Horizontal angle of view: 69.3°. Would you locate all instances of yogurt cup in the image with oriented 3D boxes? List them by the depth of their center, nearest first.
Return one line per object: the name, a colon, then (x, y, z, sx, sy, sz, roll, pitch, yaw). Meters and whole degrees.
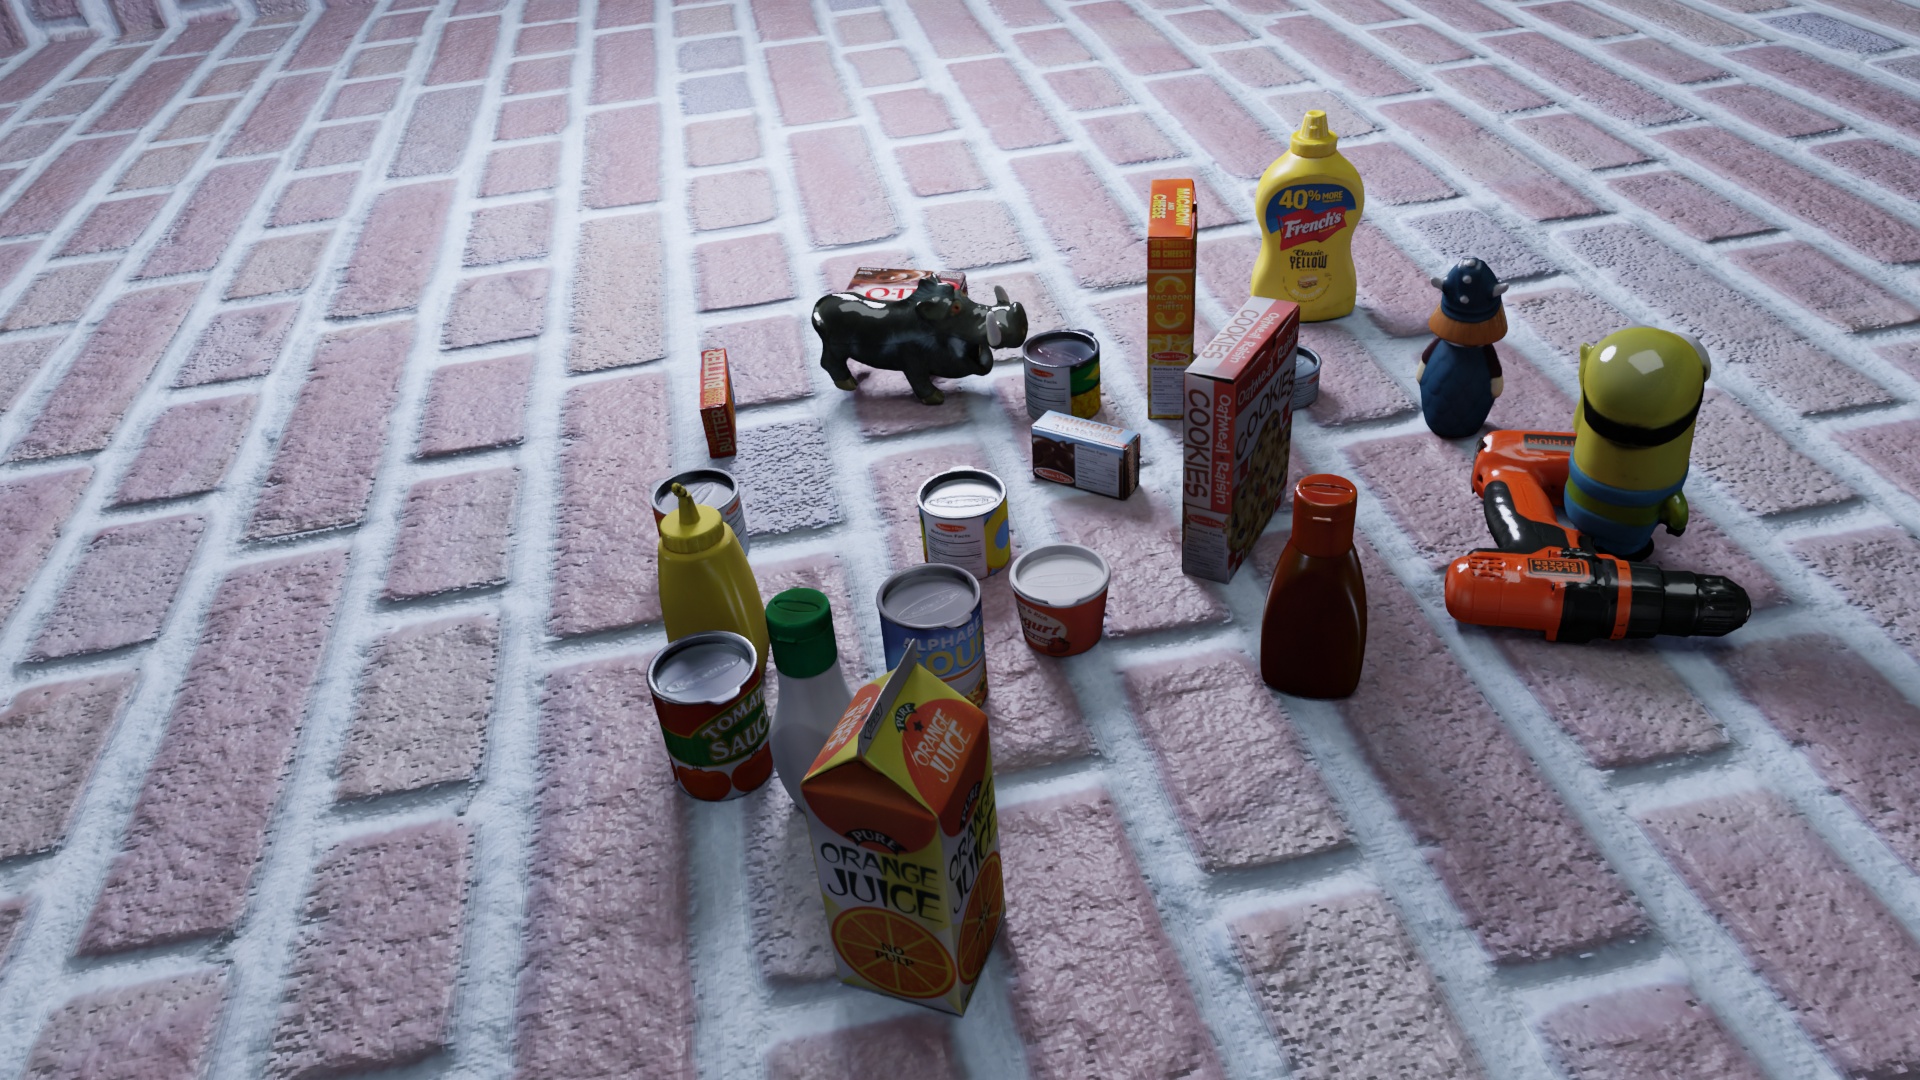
yogurt cup: (0.069, 0.042, 0.943, 0.072, 0.053, 0.073, -3, 36, 3)

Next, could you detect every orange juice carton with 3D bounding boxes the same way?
orange juice carton: (-0.027, 0.143, 0.695, 0.073, 0.191, 0.072, 9, 38, 19)

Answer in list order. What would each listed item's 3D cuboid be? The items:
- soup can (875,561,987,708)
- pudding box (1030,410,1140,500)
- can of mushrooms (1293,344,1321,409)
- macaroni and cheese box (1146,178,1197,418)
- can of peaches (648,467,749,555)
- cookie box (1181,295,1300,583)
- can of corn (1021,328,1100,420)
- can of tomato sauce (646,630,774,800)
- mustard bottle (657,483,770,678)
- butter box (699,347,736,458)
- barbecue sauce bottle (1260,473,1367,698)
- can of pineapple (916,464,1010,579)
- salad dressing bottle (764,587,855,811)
soup can: (-0.016, 0.068, 0.891, 0.071, 0.083, 0.072, -4, 36, 3)
pudding box: (0.098, -0.068, 1.095, 0.084, 0.049, 0.030, 16, 41, 27)
can of mushrooms: (0.273, -0.142, 1.190, 0.071, 0.033, 0.071, -3, 36, 3)
macaroni and cheese box: (0.179, -0.205, 1.176, 0.040, 0.165, 0.124, 1, 36, 9)
can of peaches: (-0.198, -0.014, 1.051, 0.071, 0.057, 0.071, -3, 36, 3)
cookie box: (0.199, -0.072, 0.988, 0.040, 0.166, 0.123, 15, 40, 27)
can of corn: (0.089, -0.141, 1.191, 0.071, 0.058, 0.071, -3, 36, 3)
can of tomato sauce: (-0.150, 0.109, 0.852, 0.071, 0.082, 0.071, -4, 36, 3)
mustard bottle: (-0.165, 0.027, 0.902, 0.065, 0.159, 0.049, -1, 36, 7)
butter box: (-0.210, -0.120, 1.204, 0.024, 0.052, 0.104, -8, 36, -4)
barbecue sauce bottle: (0.221, 0.030, 0.859, 0.065, 0.147, 0.044, 8, 37, 18)
can of pineapple: (0.004, -0.013, 1.024, 0.071, 0.057, 0.071, -3, 36, 3)
salad dressing bottle: (-0.084, 0.095, 0.807, 0.064, 0.146, 0.044, 7, 37, 17)
